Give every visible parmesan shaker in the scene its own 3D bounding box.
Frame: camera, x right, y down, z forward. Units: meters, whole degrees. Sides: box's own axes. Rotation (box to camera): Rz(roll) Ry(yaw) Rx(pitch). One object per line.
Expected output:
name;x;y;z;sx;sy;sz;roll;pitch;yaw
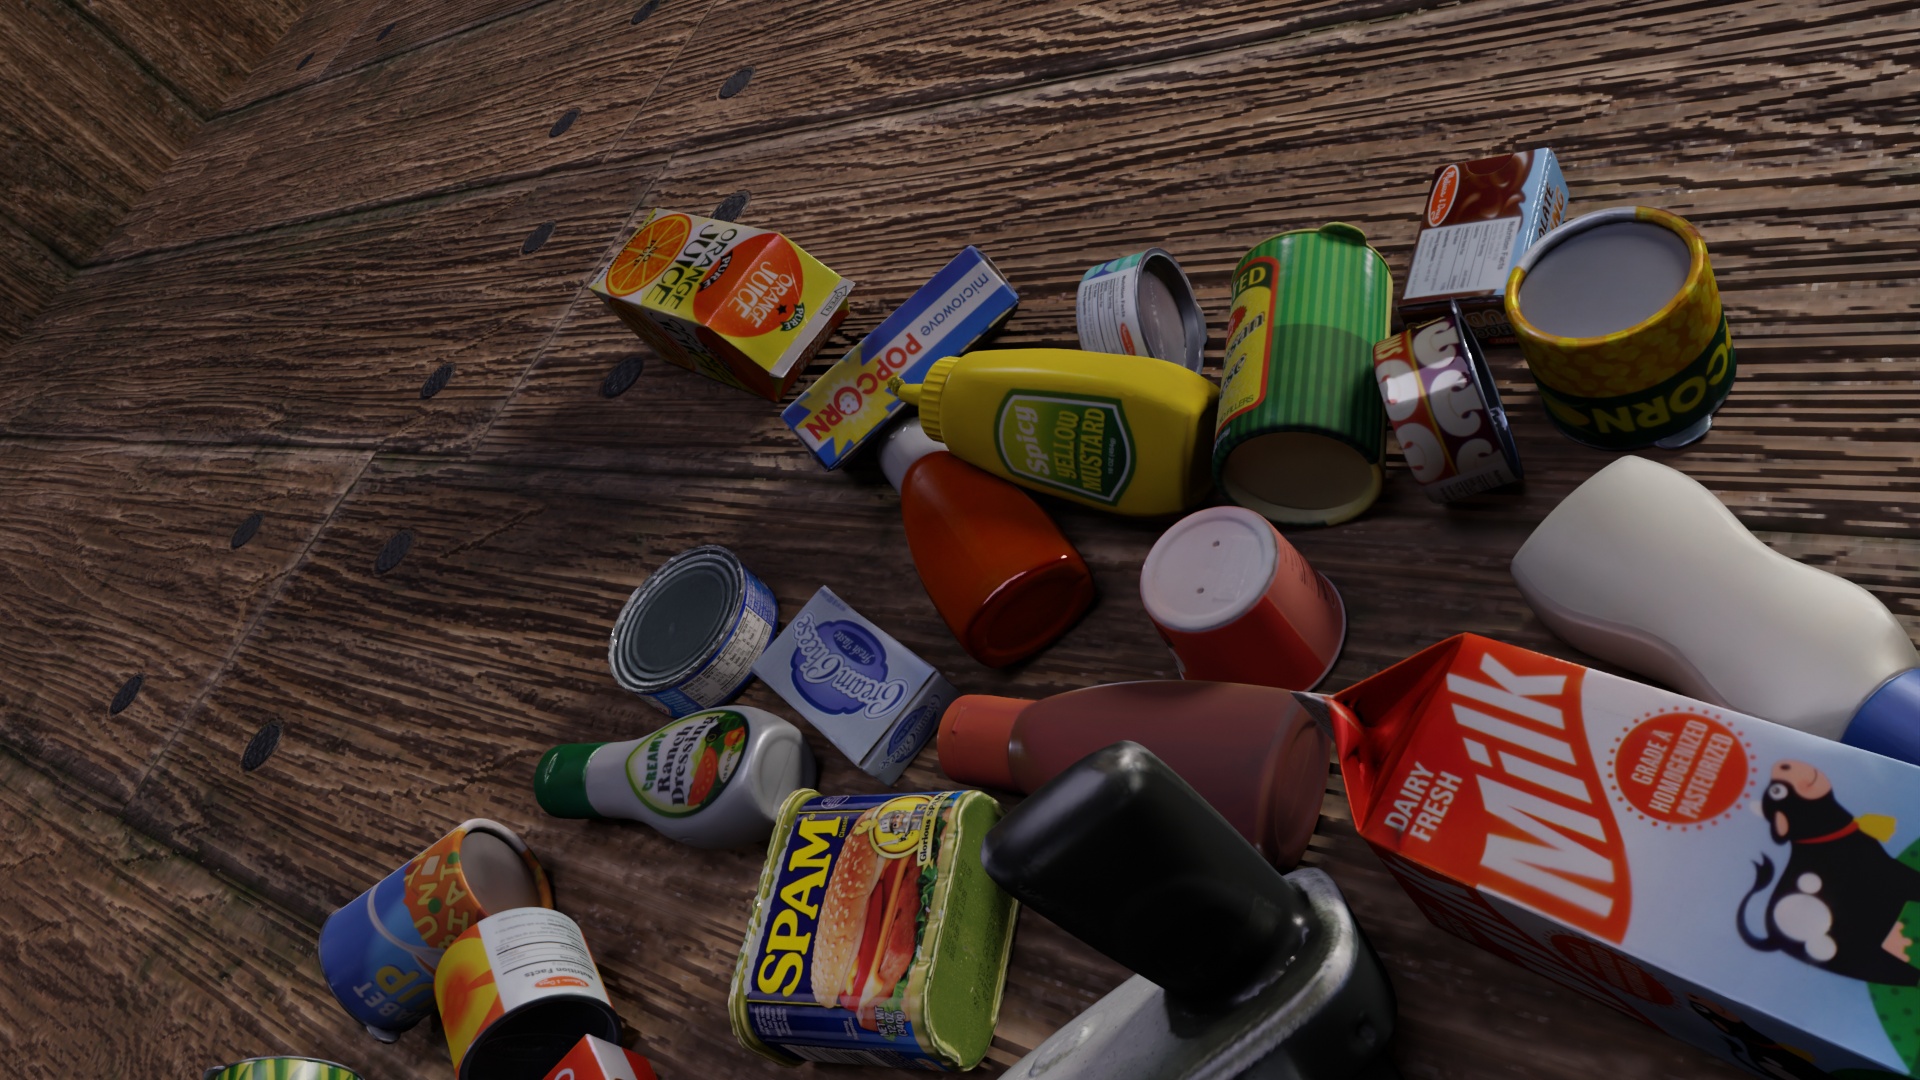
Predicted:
parmesan shaker;0.138;-0.067;0.554;0.071;0.071;0.103;-11;49;32

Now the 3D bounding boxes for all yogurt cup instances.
yogurt cup;0.103;0.024;0.518;0.072;0.053;0.073;-21;46;23

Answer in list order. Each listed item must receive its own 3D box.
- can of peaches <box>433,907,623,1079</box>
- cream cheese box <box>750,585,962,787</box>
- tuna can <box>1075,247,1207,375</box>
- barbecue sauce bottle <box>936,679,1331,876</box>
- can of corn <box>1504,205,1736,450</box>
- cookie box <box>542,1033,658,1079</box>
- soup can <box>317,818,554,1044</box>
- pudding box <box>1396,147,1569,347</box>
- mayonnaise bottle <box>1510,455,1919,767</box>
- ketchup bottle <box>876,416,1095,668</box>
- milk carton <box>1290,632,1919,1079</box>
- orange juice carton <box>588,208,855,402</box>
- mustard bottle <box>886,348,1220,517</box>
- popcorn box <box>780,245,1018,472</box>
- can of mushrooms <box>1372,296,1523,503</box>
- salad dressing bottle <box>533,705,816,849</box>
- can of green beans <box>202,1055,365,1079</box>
can of peaches;-0.185;0.201;0.588;0.071;0.071;0.058;-45;40;-2
cream cheese box;-0.049;0.063;0.628;0.053;0.024;0.104;-50;41;-8
tuna can;0.083;-0.097;0.632;0.033;0.071;0.071;-11;50;34
barbecue sauce bottle;0.058;0.081;0.514;0.148;0.043;0.065;1;57;40
can of corn;0.235;-0.074;0.493;0.071;0.058;0.071;-22;45;24
cookie box;-0.164;0.290;0.512;0.167;0.040;0.123;-46;43;-3
soup can;-0.243;0.182;0.651;0.083;0.071;0.071;-35;41;9
pudding box;0.215;-0.119;0.570;0.049;0.030;0.084;-1;55;40
mayonnaise bottle;0.239;0.032;0.413;0.065;0.041;0.148;-43;41;2
ketchup bottle;0.002;-0.008;0.634;0.065;0.043;0.149;-35;40;0
milk carton;0.184;0.086;0.386;0.191;0.072;0.073;19;69;46
orange juice carton;-0.138;-0.142;0.840;0.193;0.073;0.072;23;72;47
mustard bottle;0.033;-0.053;0.608;0.160;0.065;0.049;13;28;28
popcorn box;-0.029;-0.090;0.703;0.126;0.038;0.085;-41;4;2
can of mushrooms;0.178;-0.051;0.510;0.033;0.071;0.071;-21;45;27
salad dressing bottle;-0.136;0.110;0.643;0.147;0.044;0.064;-9;52;34
can of green beans;-0.307;0.272;0.622;0.071;0.071;0.058;-25;44;20
